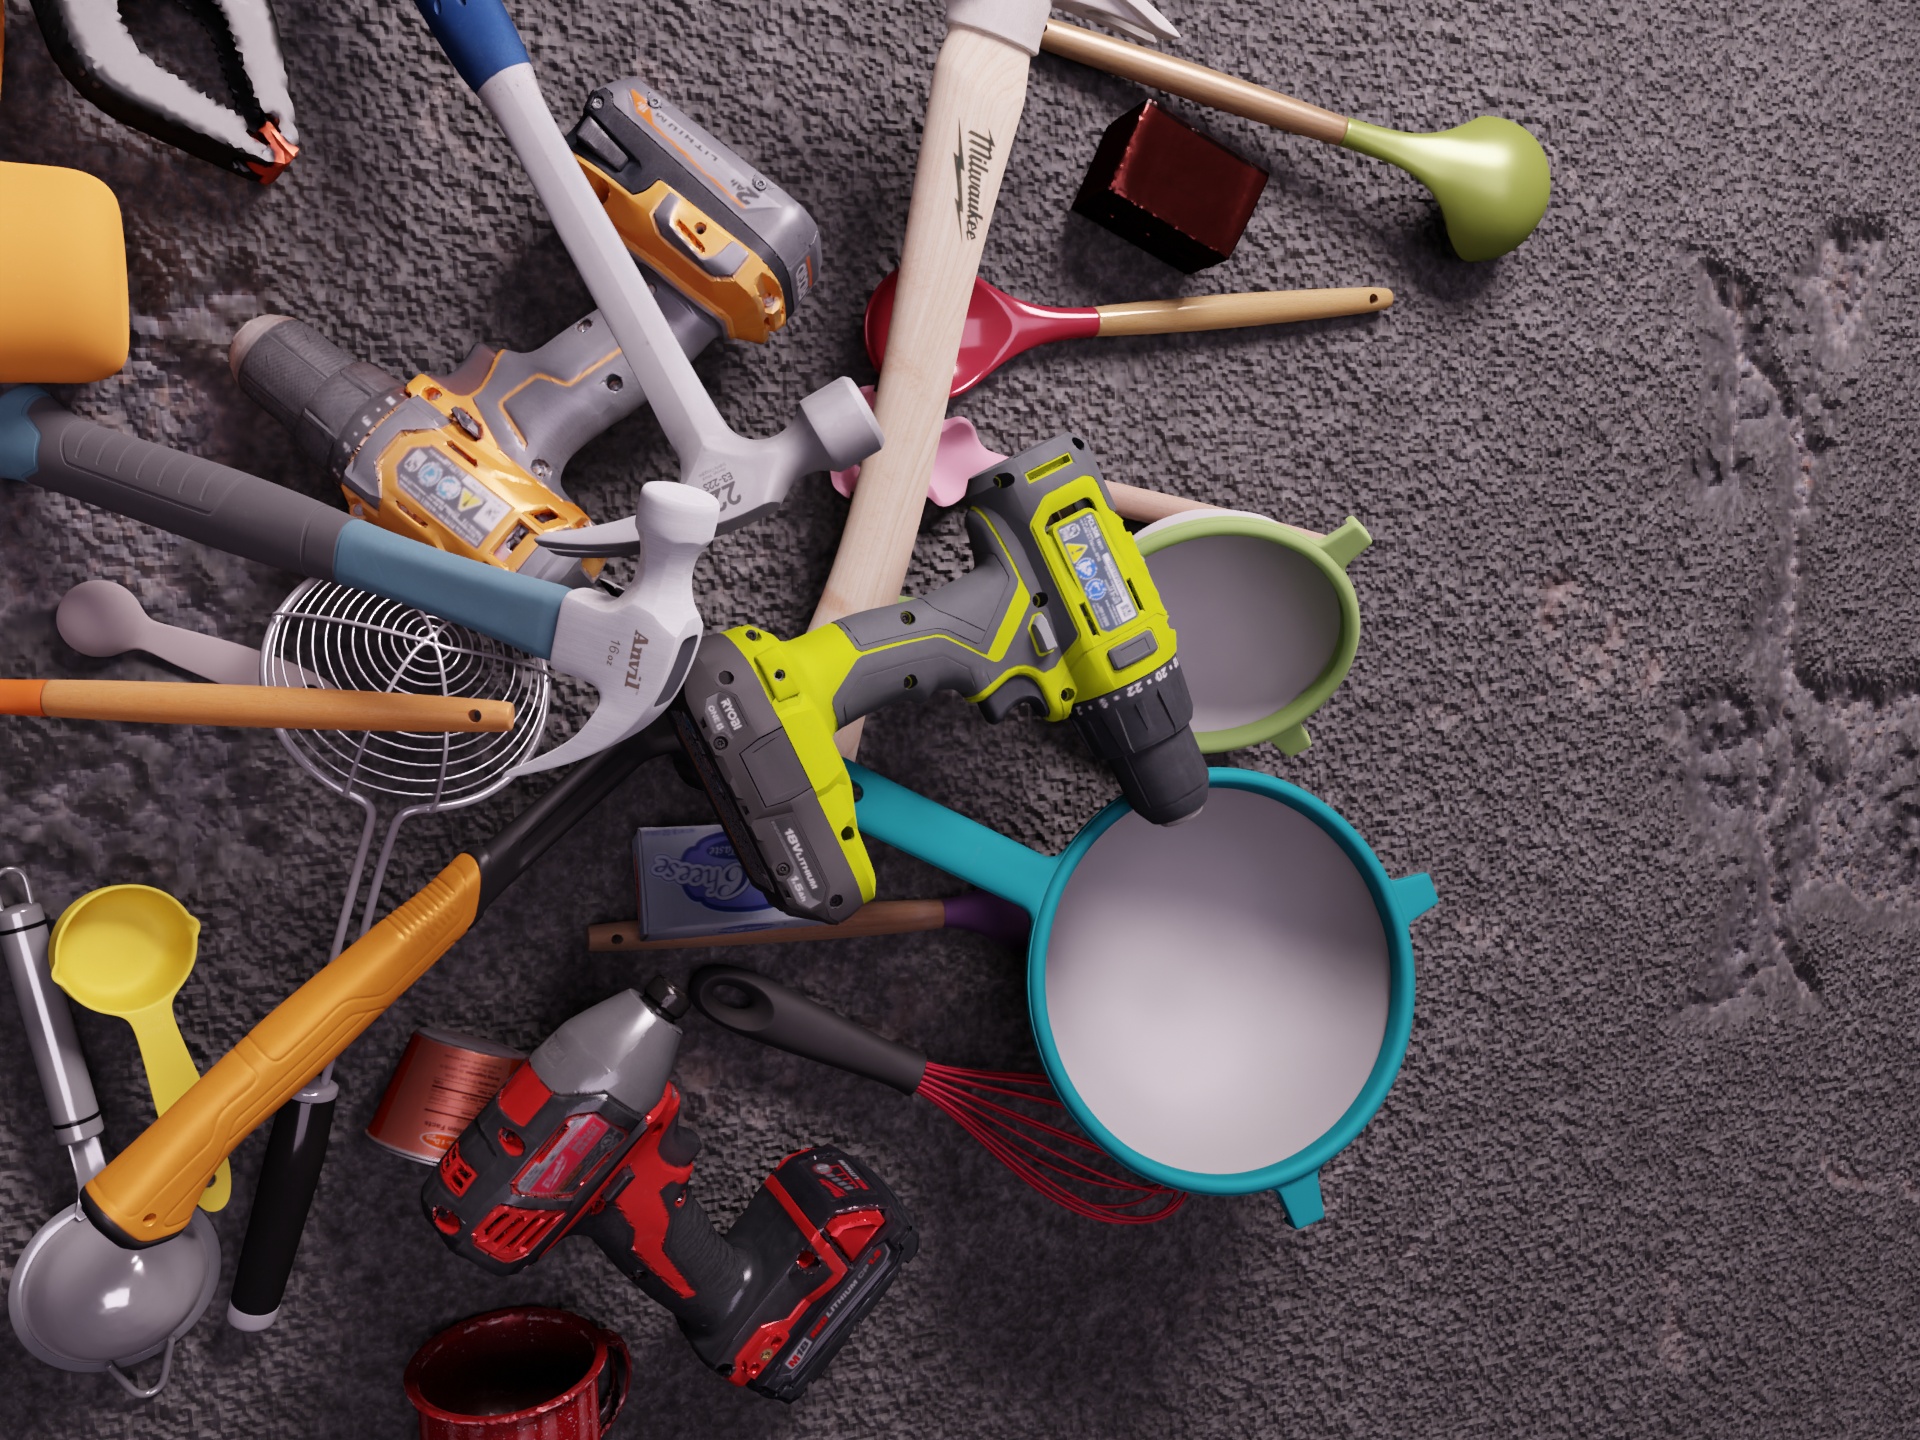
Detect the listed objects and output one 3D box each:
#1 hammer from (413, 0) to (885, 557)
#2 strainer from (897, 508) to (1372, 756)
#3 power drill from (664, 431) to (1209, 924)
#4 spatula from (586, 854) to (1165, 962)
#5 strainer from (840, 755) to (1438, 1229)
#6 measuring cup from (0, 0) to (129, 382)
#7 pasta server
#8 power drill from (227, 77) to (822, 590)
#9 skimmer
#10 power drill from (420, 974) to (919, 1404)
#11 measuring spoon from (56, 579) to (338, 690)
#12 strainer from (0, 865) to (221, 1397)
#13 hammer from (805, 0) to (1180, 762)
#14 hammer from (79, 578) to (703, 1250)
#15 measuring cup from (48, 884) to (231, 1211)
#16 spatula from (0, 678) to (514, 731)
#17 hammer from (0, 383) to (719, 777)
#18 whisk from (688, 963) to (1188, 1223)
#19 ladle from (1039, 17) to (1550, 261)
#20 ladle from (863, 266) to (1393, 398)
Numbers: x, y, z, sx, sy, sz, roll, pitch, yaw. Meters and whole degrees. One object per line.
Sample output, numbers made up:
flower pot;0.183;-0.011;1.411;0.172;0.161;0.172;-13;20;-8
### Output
hammer;-0.190;-0.254;0.661;0.144;0.035;0.405;-29;86;-1
strainer;0.076;-0.061;0.834;0.256;0.069;0.151;4;130;-2
power drill;-0.001;-0.002;0.728;0.228;0.080;0.190;-28;100;-17
spatula;-0.035;0.105;0.833;0.315;0.018;0.060;-1;97;-20
strainer;0.066;0.105;0.820;0.340;0.095;0.211;27;76;-10
measuring cup;-0.376;-0.223;0.660;0.052;0.095;0.174;-1;77;-24
pasta server;0.073;-0.118;0.837;0.316;0.040;0.060;10;101;-21
power drill;-0.194;-0.175;0.711;0.185;0.084;0.226;38;84;1
skimmer;-0.288;0.103;0.741;0.127;0.090;0.363;13;101;-27
power drill;-0.127;0.219;0.749;0.143;0.079;0.219;-51;126;-8
measuring spoon;-0.340;-0.029;0.715;0.124;0.018;0.034;22;88;-20
strainer;-0.393;0.190;0.710;0.087;0.050;0.258;-16;98;-33
hammer;-0.014;-0.154;0.758;0.146;0.038;0.410;9;102;-26
hammer;-0.234;0.085;0.689;0.337;0.034;0.127;-46;143;-22
measuring cup;-0.361;0.148;0.714;0.062;0.029;0.156;-23;105;-40
spatula;-0.349;-0.009;0.661;0.322;0.041;0.081;3;92;-5
hammer;-0.257;-0.073;0.640;0.331;0.033;0.128;19;107;13
whisk;-0.006;0.192;0.834;0.295;0.073;0.073;25;87;-13
ladle;0.176;-0.322;0.856;0.320;0.062;0.078;13;93;-13
ladle;0.094;-0.214;0.840;0.315;0.031;0.069;-9;105;-20
